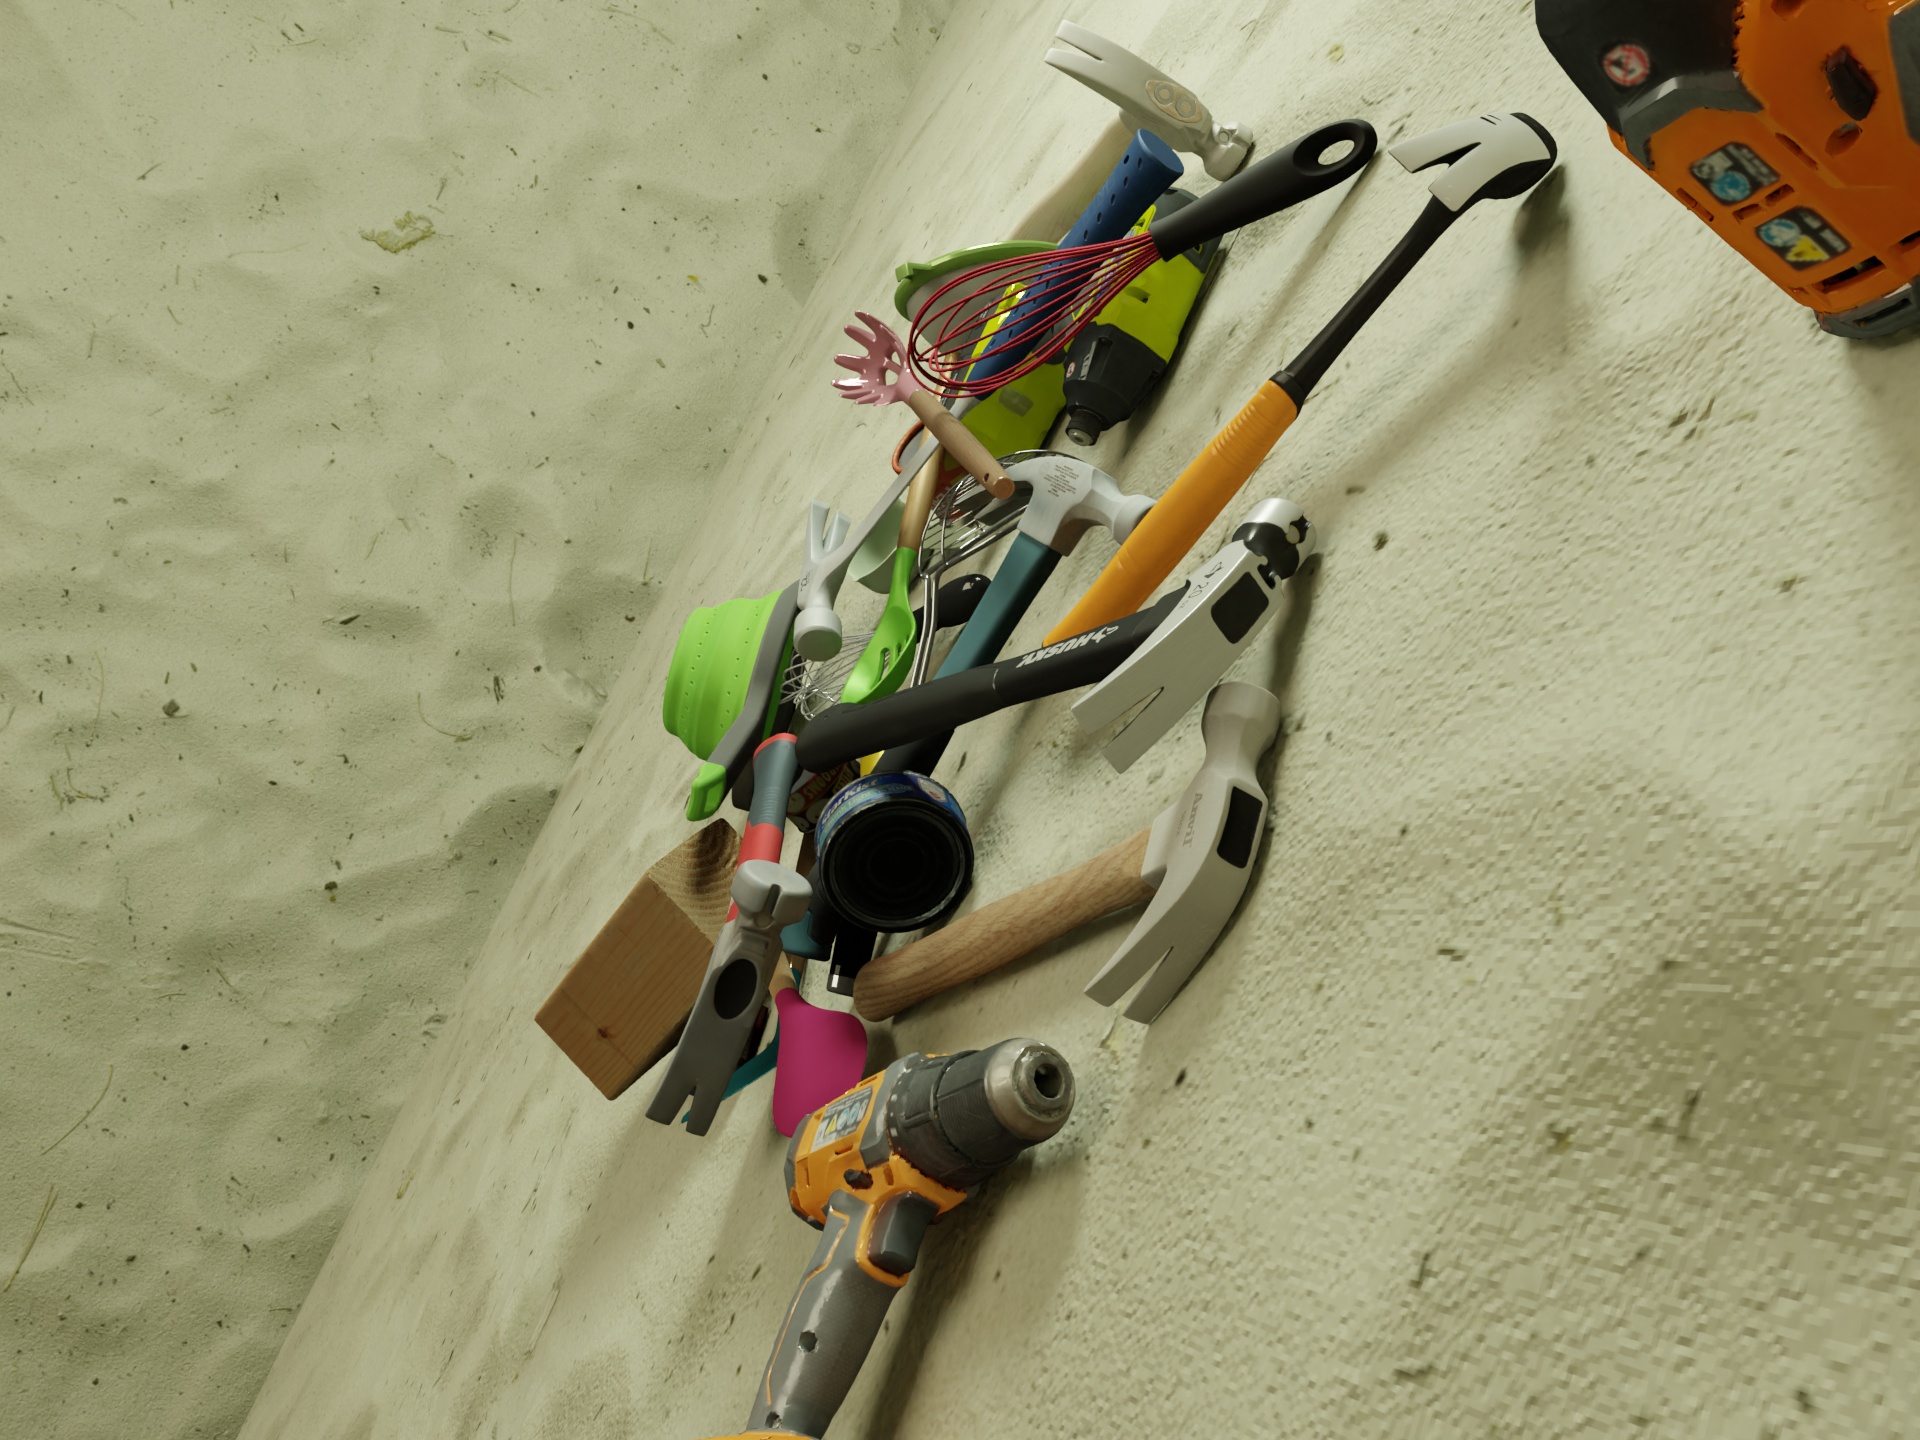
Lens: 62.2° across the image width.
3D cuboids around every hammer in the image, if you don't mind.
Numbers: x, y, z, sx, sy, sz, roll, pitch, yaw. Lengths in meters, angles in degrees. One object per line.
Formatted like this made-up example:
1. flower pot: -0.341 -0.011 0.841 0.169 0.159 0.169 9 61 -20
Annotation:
1. hammer: 0.029 0.096 0.739 0.331 0.031 0.130 -36 30 55
2. hammer: -0.125 0.094 0.946 0.386 0.038 0.143 -103 36 -75
3. hammer: 0.130 -0.128 0.727 0.127 0.034 0.336 -32 -14 -48
4. hammer: 0.014 -0.013 0.775 0.335 0.035 0.146 -17 26 52
5. hammer: -0.013 -0.002 0.904 0.128 0.033 0.331 38 99 43
6. hammer: 0.074 -0.402 1.223 0.038 0.146 0.411 -65 13 -8
7. hammer: 0.003 -0.214 1.045 0.405 0.035 0.144 -47 30 34

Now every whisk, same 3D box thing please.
1. whisk: 0.095 -0.263 0.905 0.296 0.073 0.073 -22 35 23
2. whisk: -0.057 -0.054 1.177 0.284 0.070 0.070 -25 40 54

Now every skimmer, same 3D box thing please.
1. skimmer: -0.002 -0.003 0.981 0.127 0.090 0.363 -17 58 64

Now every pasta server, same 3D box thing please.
1. pasta server: -0.026 -0.196 1.000 0.060 0.040 0.316 -69 24 20

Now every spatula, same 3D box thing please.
1. spatula: -0.116 0.144 1.051 0.082 0.044 0.318 -34 26 21

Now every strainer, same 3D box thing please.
1. strainer: 0.024 -0.302 1.284 0.256 0.151 0.069 110 151 -81

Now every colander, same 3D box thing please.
1. colander: -0.197 -0.009 1.260 0.397 0.094 0.204 -76 0 -73

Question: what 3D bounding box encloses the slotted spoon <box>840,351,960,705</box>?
1. slotted spoon: -0.031 -0.140 1.126 0.070 0.031 0.314 -25 45 48

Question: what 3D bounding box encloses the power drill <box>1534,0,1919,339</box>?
1. power drill: 0.243 -0.185 0.348 0.226 0.164 0.084 -24 41 60

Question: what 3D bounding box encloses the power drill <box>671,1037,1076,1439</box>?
1. power drill: -0.035 0.236 0.635 0.185 0.084 0.226 -38 24 49

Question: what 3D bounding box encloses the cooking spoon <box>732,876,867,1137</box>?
1. cooking spoon: -0.108 0.155 0.951 0.069 0.017 0.319 -45 23 0

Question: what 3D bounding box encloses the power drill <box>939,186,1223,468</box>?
1. power drill: 0.072 -0.244 1.066 0.223 0.080 0.171 -6 58 66

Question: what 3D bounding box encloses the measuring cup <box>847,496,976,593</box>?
1. measuring cup: -0.029 -0.136 1.265 0.168 0.038 0.083 7 66 54
